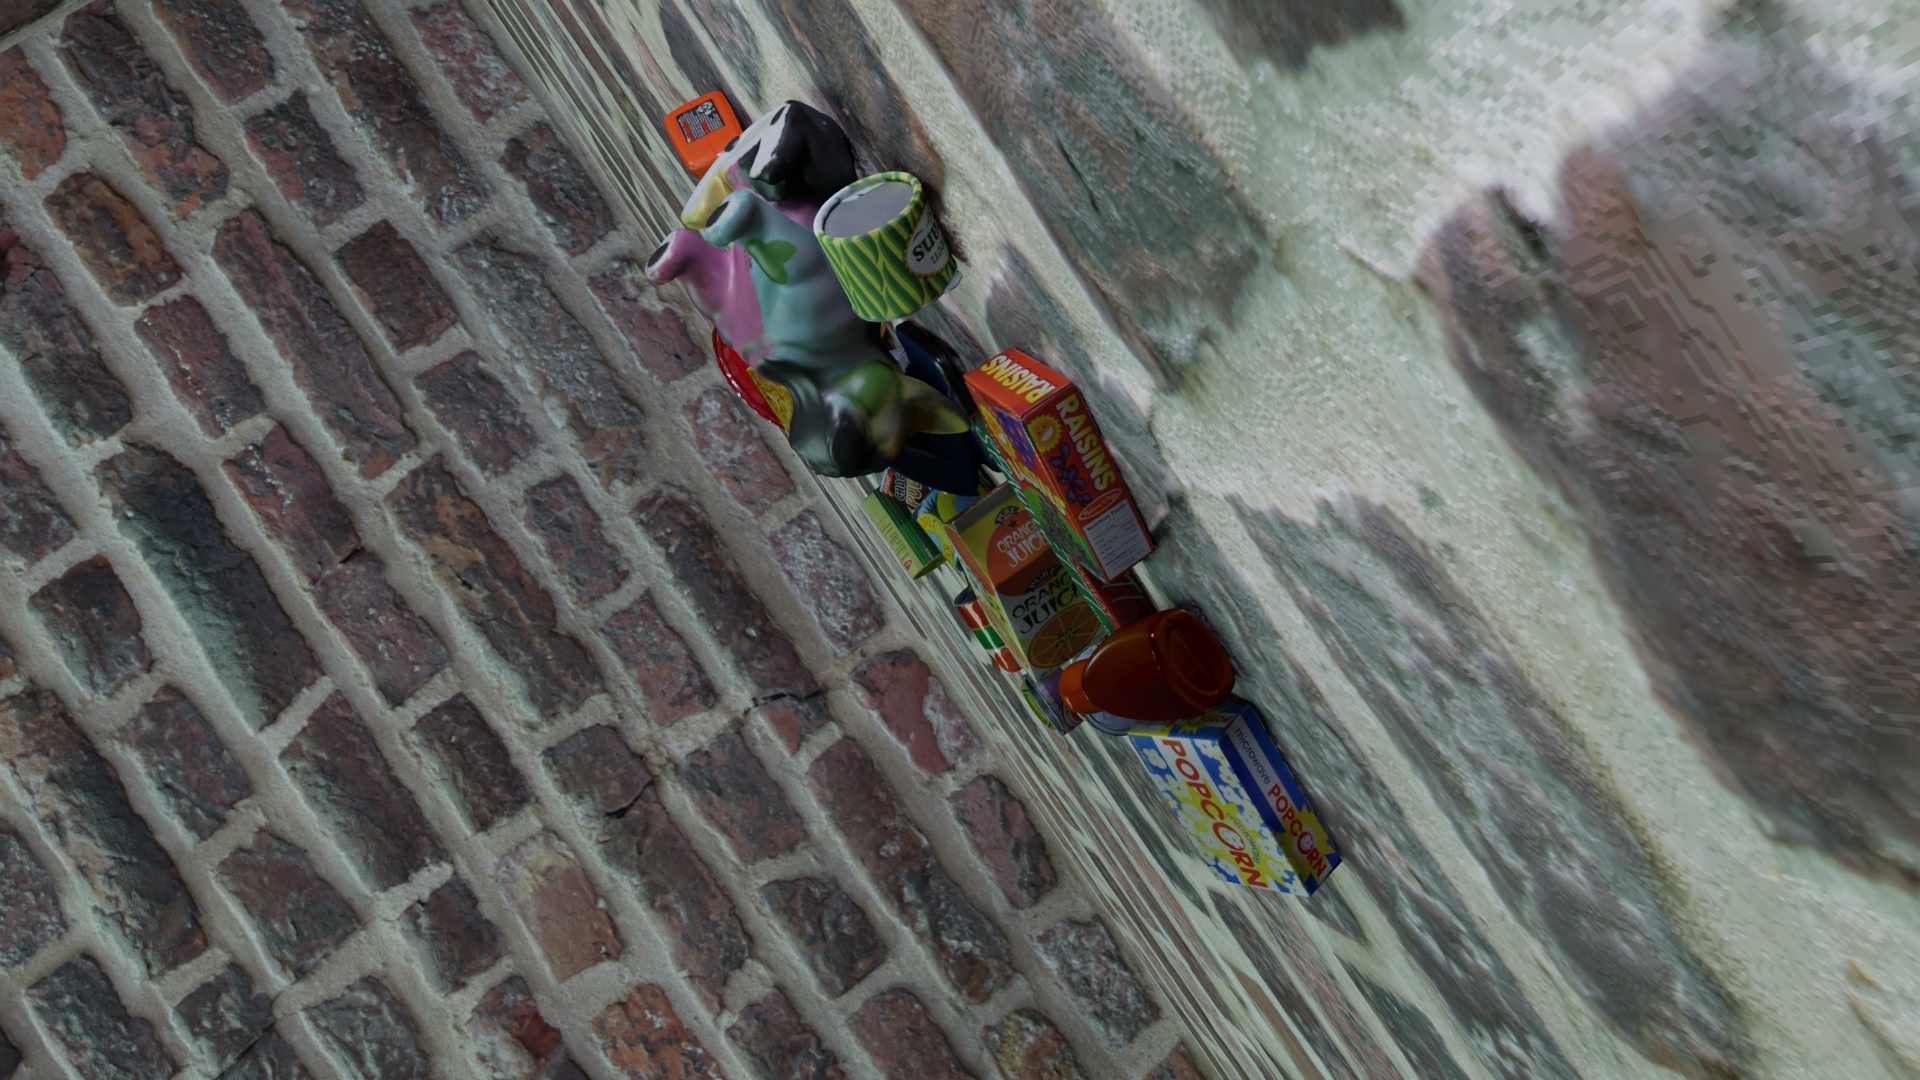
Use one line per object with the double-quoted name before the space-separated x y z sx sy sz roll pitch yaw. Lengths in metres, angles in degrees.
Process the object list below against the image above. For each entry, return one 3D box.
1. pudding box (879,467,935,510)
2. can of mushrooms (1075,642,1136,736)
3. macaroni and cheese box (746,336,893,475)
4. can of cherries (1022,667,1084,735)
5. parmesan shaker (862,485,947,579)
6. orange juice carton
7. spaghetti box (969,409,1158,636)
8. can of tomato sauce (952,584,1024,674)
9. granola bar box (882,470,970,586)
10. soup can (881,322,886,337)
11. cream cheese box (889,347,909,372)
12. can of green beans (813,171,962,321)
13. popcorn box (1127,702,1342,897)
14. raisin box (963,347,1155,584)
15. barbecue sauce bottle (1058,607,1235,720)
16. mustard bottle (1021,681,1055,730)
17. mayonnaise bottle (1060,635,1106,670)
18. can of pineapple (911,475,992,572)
"pudding box" -0.034 -0.065 1.162 0.050 0.030 0.083 30 139 9
"can of mushrooms" 0.115 0.107 1.005 0.071 0.071 0.033 56 172 -6
"macaroni and cheese box" -0.102 -0.122 1.235 0.166 0.040 0.123 -2 128 50
"can of cherries" 0.099 0.135 1.254 0.071 0.058 0.071 55 172 12
"parmesan shaker" -0.053 -0.018 1.545 0.103 0.071 0.071 55 173 8
"orange juice carton" 0.046 0.019 1.027 0.073 0.072 0.192 50 171 36
"spaghetti box" 0.087 0.014 0.909 0.249 0.029 0.050 56 172 -8
"can of tomato sauce" 0.042 0.076 1.327 0.083 0.071 0.071 56 173 -12
"granola bar box" -0.029 -0.043 1.376 0.166 0.039 0.123 53 173 24
"soup can" -0.106 -0.191 1.121 0.084 0.071 0.071 48 169 40
"cream cheese box" -0.073 -0.123 1.138 0.103 0.024 0.053 -7 124 38
"can of green beans" -0.043 -0.168 0.793 0.071 0.071 0.057 47 168 48
"popcorn box" 0.170 0.159 0.869 0.085 0.038 0.126 -8 118 56
"raisin box" 0.056 -0.044 0.807 0.123 0.040 0.086 61 172 -29
"barbecue sauce bottle" 0.108 0.083 0.862 0.065 0.044 0.148 54 155 -3
"mustard bottle" 0.096 0.153 1.394 0.065 0.049 0.160 53 173 9
"mayonnaise bottle" 0.082 0.074 1.166 0.064 0.041 0.148 61 172 -31
"can of pineapple" 0.004 -0.015 1.160 0.058 0.071 0.070 51 171 25
